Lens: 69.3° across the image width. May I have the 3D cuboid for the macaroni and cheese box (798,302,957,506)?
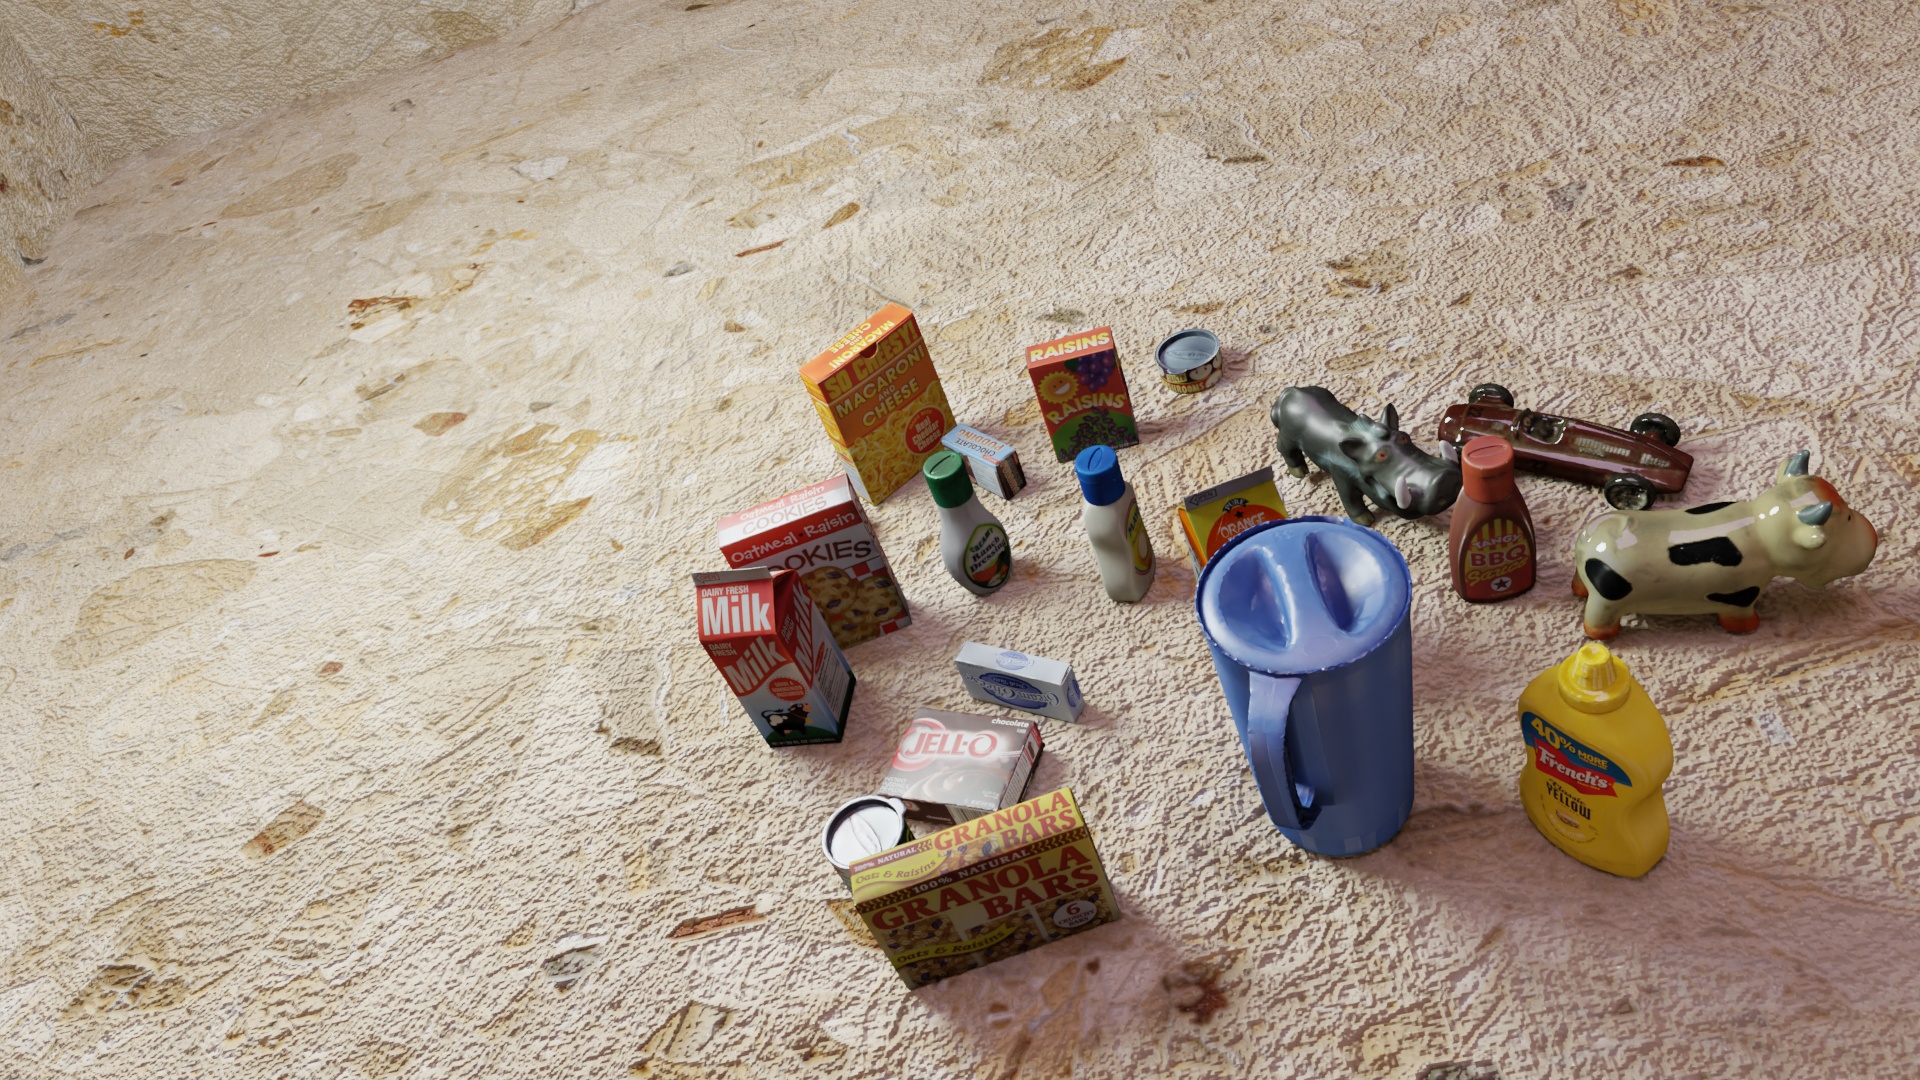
[{"bbox_3d":[-0.076,-0.135,1.390,0.124,0.165,0.040,-39,44,-18],"label":"macaroni and cheese box"}]

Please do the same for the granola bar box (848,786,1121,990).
[{"bbox_3d":[0.019,0.248,0.983,0.165,0.123,0.039,-20,42,3],"label":"granola bar box"}]

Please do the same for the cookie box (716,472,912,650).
[{"bbox_3d":[-0.128,0.029,1.241,0.123,0.166,0.040,-20,42,2],"label":"cookie box"}]

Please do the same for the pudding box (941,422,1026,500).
[{"bbox_3d":[0.023,-0.079,1.377,0.030,0.049,0.084,-42,45,-21],"label":"pudding box"}]

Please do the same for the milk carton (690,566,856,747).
[{"bbox_3d":[-0.159,0.089,1.174,0.072,0.189,0.074,-6,44,18],"label":"milk carton"}]

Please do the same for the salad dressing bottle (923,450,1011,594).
[{"bbox_3d":[0.004,-0.016,1.246,0.064,0.147,0.044,-40,45,-19],"label":"salad dressing bottle"}]

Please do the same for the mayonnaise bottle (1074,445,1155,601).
[{"bbox_3d":[0.132,-0.016,1.192,0.041,0.147,0.065,3,48,26],"label":"mayonnaise bottle"}]

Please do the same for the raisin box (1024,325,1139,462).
[{"bbox_3d":[0.119,-0.141,1.345,0.086,0.122,0.040,-13,43,11],"label":"raisin box"}]

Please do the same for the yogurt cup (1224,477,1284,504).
[{"bbox_3d":[0.251,-0.014,1.210,0.072,0.053,0.073,-12,43,11],"label":"yogurt cup"}]

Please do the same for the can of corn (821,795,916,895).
[{"bbox_3d":[-0.064,0.240,1.076,0.071,0.058,0.071,-12,43,11],"label":"can of corn"}]

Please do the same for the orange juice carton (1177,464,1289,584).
[{"bbox_3d":[0.223,0.022,1.081,0.072,0.191,0.073,-21,42,2],"label":"orange juice carton"}]

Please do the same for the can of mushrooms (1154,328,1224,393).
[{"bbox_3d":[0.231,-0.180,1.406,0.071,0.033,0.071,-12,43,11],"label":"can of mushrooms"}]

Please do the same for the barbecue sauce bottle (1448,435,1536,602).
[{"bbox_3d":[0.410,-0.016,1.074,0.065,0.148,0.044,-13,43,11],"label":"barbecue sauce bottle"}]

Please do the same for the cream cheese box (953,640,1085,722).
[{"bbox_3d":[0.050,0.118,1.159,0.104,0.053,0.024,10,51,31],"label":"cream cheese box"}]
